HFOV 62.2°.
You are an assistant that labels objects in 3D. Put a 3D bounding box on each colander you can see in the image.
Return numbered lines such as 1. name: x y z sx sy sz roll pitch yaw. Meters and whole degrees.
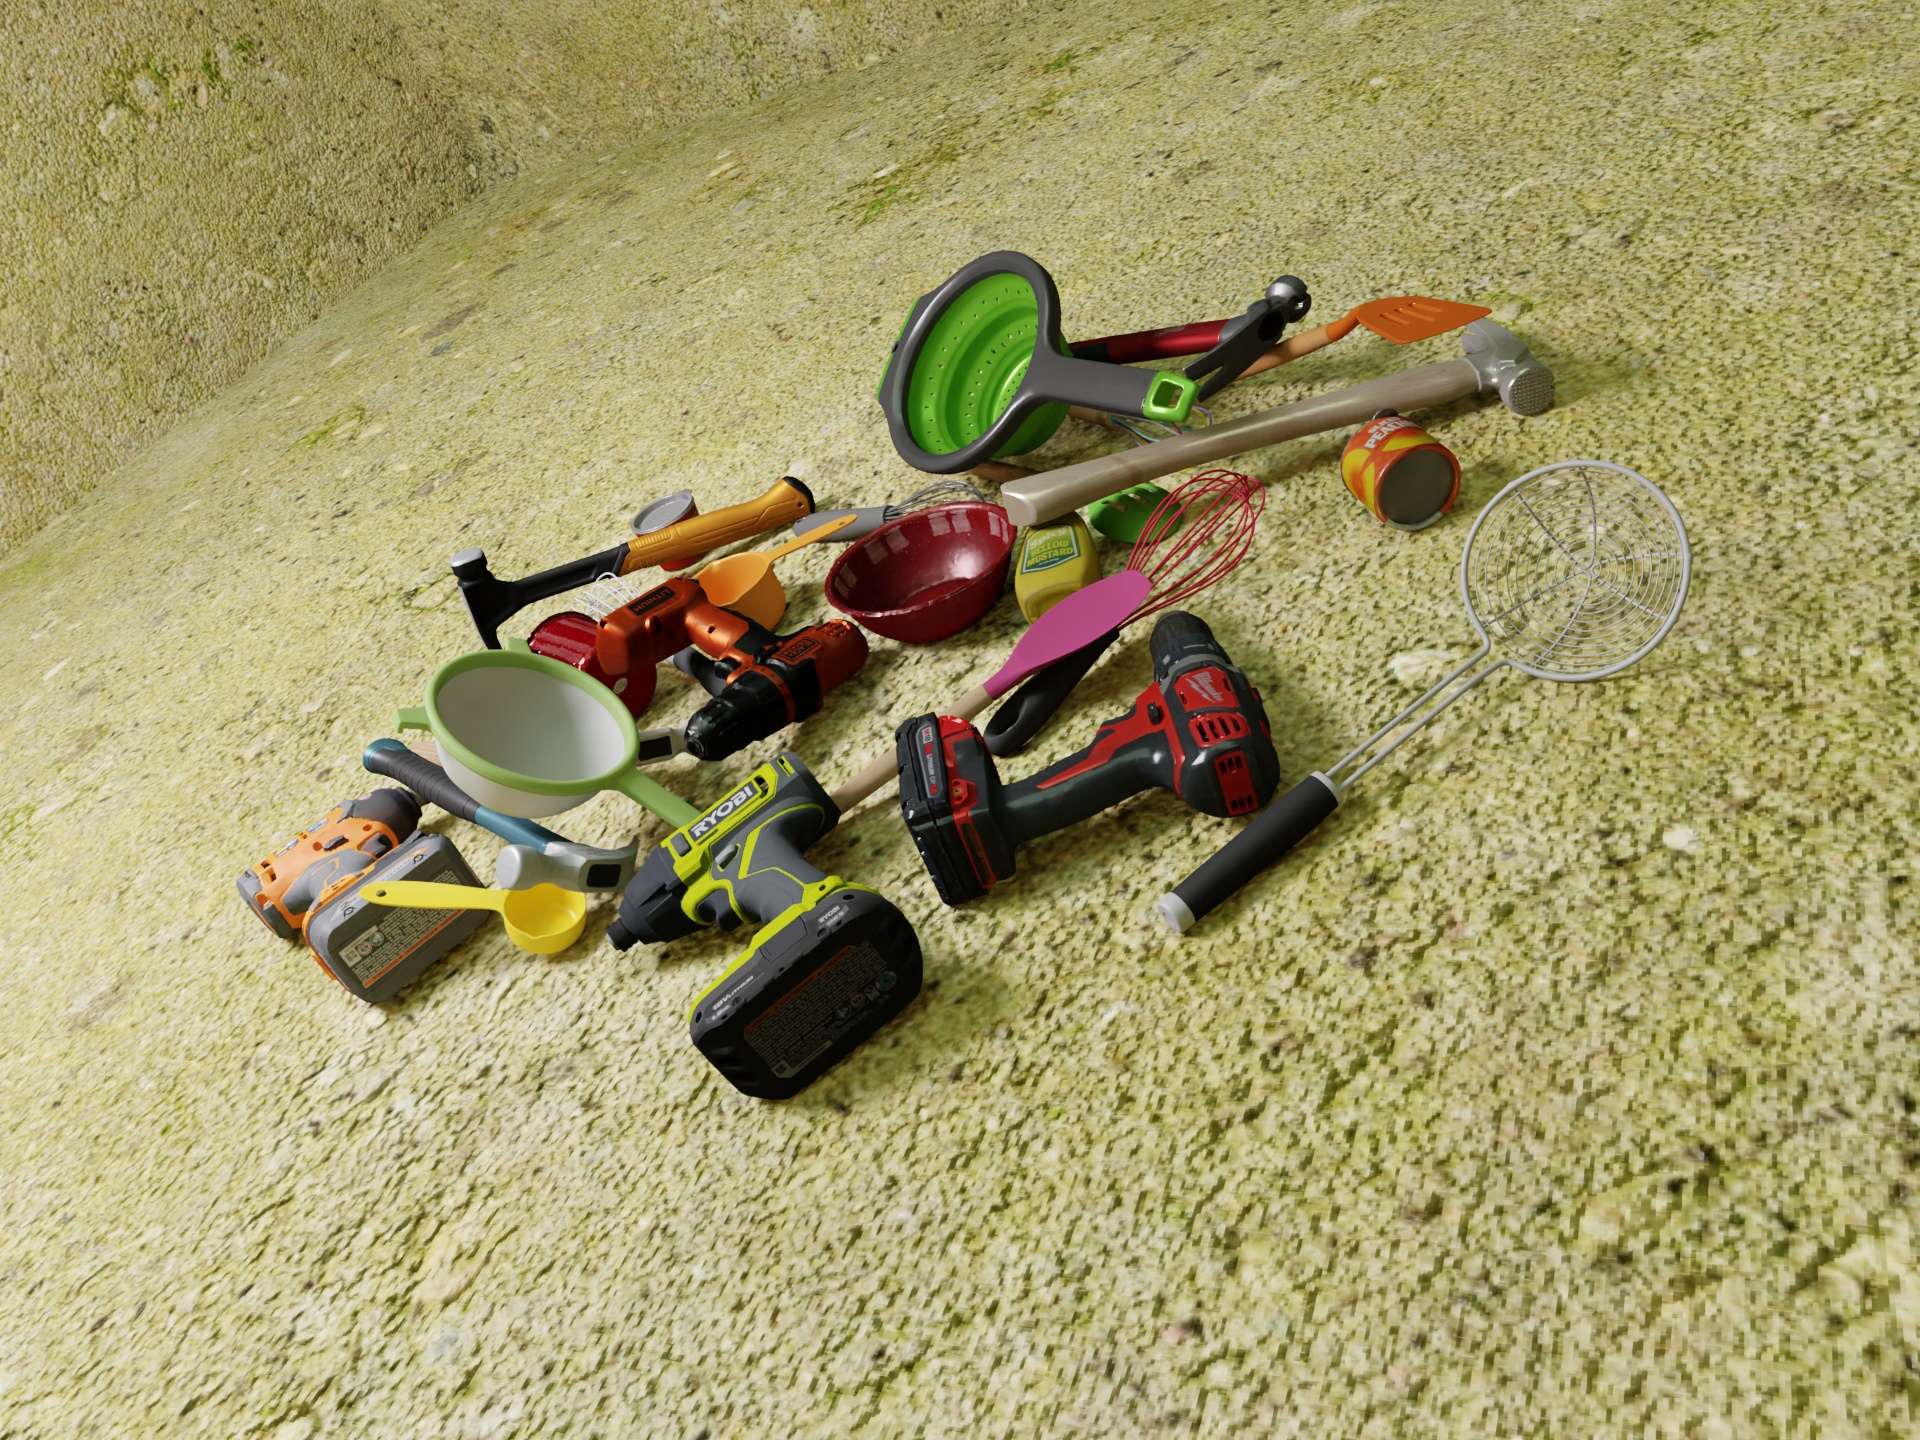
1. colander: 0.081 -0.277 1.339 0.397 0.094 0.204 26 94 51

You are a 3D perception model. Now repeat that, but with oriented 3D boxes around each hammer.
1. hammer: -0.295 -0.150 1.497 0.337 0.127 0.034 -21 30 -10
2. hammer: 0.231 -0.228 1.230 0.410 0.038 0.146 -15 32 3
3. hammer: -0.355 0.066 1.176 0.331 0.128 0.033 19 97 43
4. hammer: 0.130 -0.324 1.427 0.143 0.038 0.386 -43 27 -23
5. hammer: -0.353 0.027 1.292 0.331 0.031 0.130 -3 6 40

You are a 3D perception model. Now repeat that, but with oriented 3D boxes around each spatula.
1. spatula: 0.284 -0.293 1.256 0.081 0.041 0.323 -23 8 -18

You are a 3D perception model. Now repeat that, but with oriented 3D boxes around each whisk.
1. whisk: -0.257 -0.067 1.372 0.070 0.070 0.285 -40 39 -20
2. whisk: 0.144 -0.256 1.378 0.051 0.047 0.245 -22 26 -17
3. whisk: 0.117 -0.080 1.131 0.296 0.073 0.073 -46 37 -18
4. whisk: -0.064 -0.177 1.406 0.239 0.055 0.055 0 40 41

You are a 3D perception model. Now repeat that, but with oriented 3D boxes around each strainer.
1. strainer: -0.263 0.048 1.117 0.069 0.256 0.151 -60 -4 30

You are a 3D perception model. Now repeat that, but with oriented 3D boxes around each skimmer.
1. skimmer: 0.255 -0.009 0.899 0.363 0.090 0.127 -37 68 -12

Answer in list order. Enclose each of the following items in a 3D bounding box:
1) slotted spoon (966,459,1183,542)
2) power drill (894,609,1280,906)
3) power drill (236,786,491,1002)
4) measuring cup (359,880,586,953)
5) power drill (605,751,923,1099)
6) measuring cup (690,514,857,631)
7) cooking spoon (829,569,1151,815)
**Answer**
1. slotted spoon: 0.076 -0.200 1.355 0.070 0.031 0.314 -33 31 -20
2. power drill: 0.077 0.012 1.008 0.226 0.080 0.188 -18 33 7
3. power drill: -0.447 0.117 1.219 0.164 0.084 0.227 -41 32 -25
4. measuring cup: -0.339 0.133 1.109 0.156 0.029 0.062 5 42 -1
5. power drill: -0.128 0.125 0.981 0.171 0.080 0.223 -38 33 -6
6. measuring cup: -0.158 -0.120 1.381 0.173 0.052 0.095 -28 32 -7
7. cooking spoon: -0.002 -0.003 1.091 0.319 0.017 0.069 -36 31 1
